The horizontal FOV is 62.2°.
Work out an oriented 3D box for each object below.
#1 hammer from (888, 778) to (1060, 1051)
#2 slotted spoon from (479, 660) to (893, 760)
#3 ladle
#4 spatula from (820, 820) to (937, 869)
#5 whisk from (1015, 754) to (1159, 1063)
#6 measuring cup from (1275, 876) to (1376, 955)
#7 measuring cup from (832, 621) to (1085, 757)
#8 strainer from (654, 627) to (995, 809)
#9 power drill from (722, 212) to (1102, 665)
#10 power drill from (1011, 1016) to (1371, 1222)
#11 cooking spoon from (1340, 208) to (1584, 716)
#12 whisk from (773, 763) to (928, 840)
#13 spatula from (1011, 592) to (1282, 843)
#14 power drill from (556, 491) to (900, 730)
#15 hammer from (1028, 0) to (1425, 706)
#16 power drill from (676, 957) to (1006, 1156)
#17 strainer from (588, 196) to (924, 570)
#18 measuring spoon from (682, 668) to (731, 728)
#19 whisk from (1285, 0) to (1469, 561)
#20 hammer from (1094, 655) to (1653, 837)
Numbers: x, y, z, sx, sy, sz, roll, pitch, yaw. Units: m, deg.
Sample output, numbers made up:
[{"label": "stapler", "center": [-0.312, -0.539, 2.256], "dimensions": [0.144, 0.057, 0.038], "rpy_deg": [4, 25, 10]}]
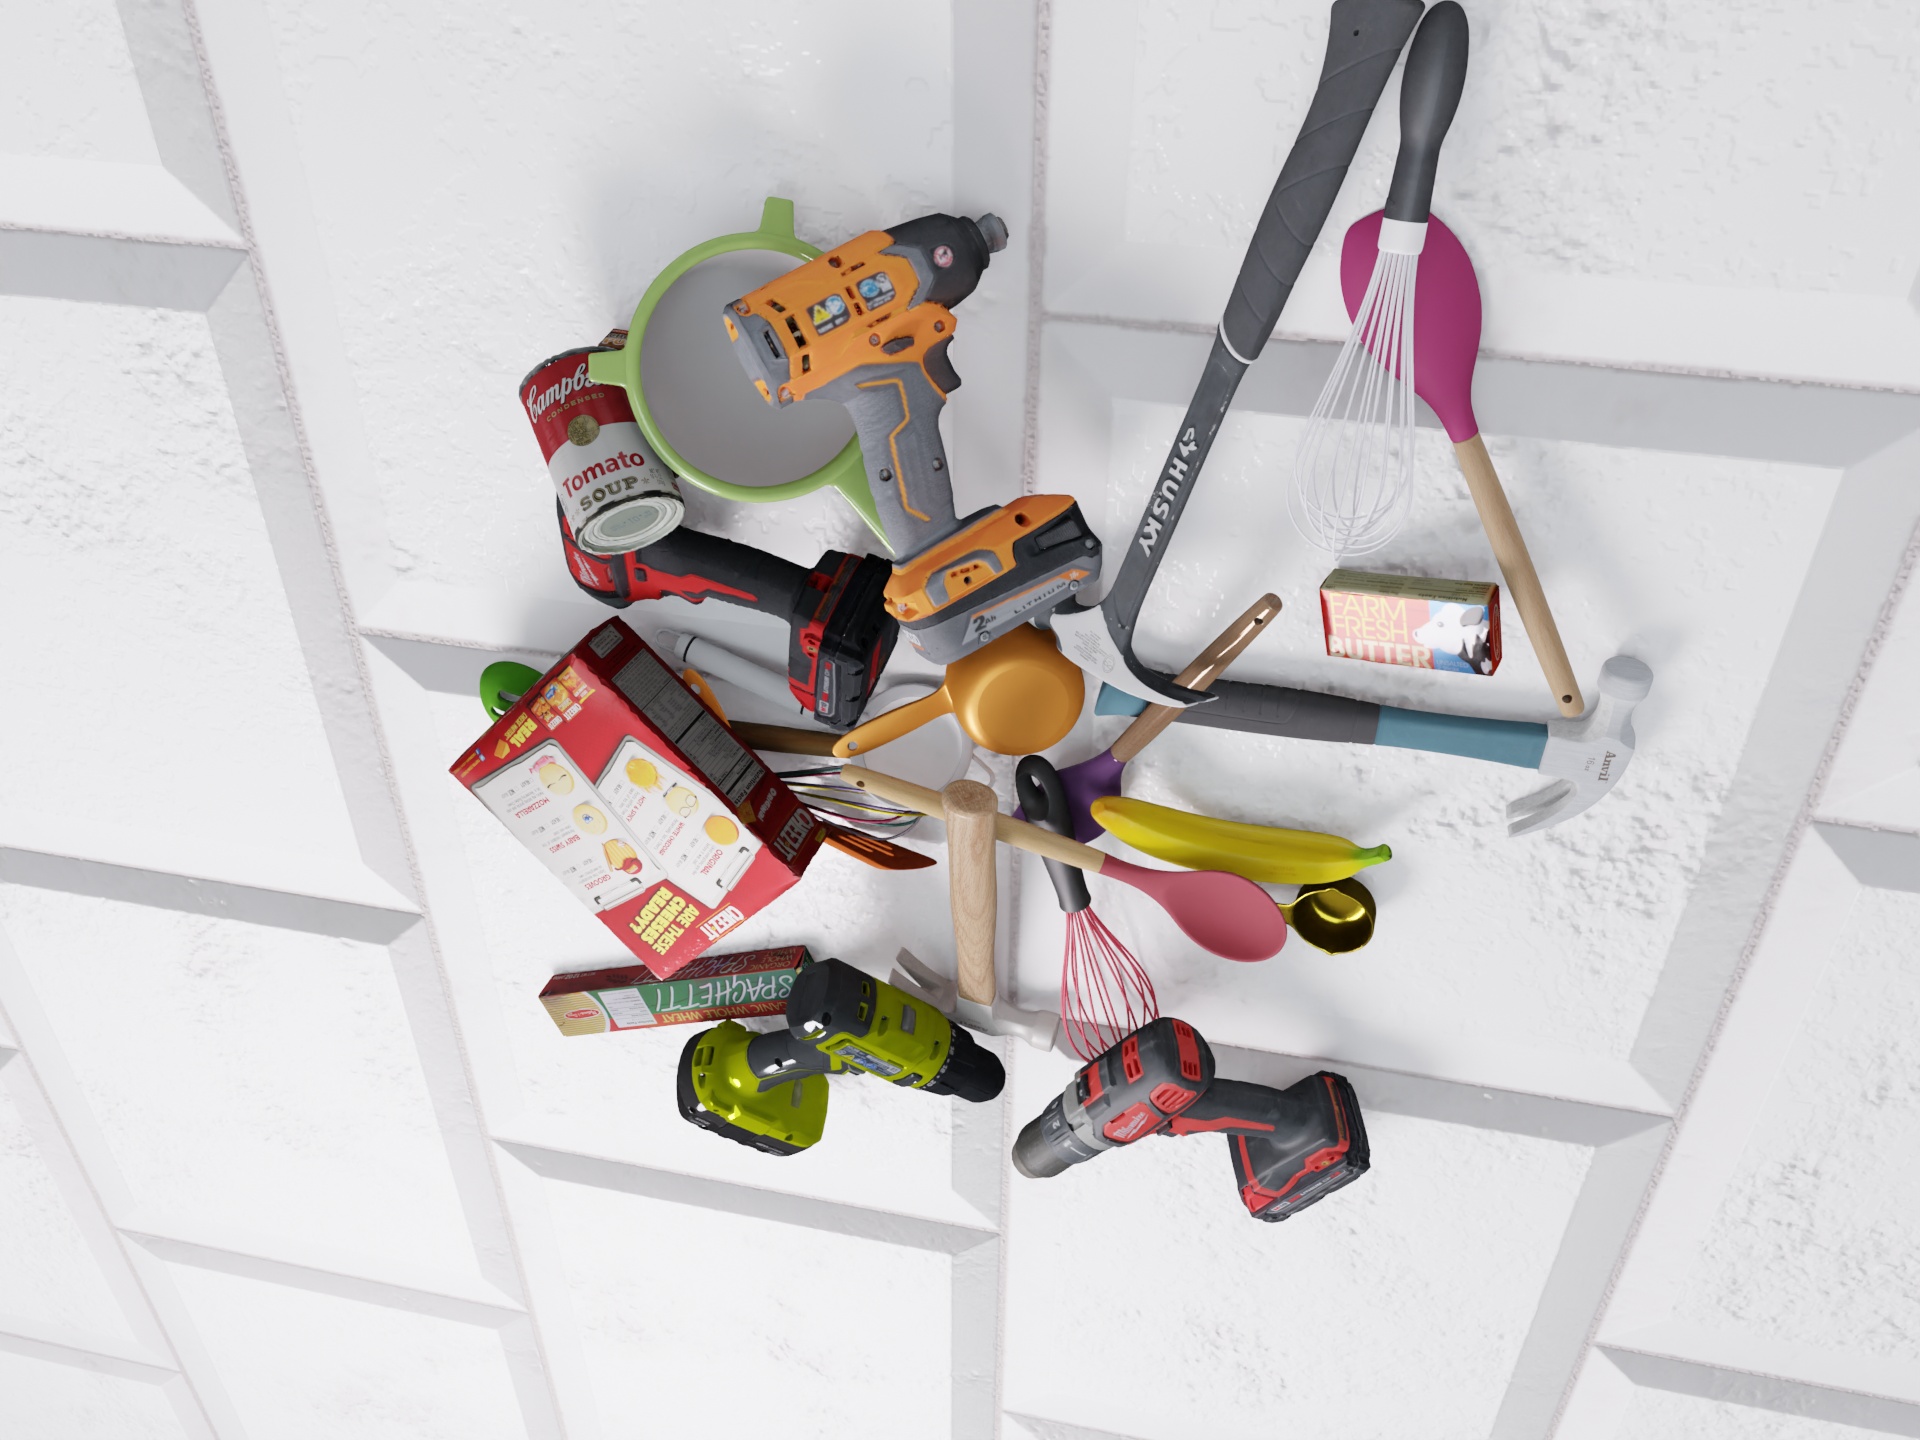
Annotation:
[{"label": "hammer", "center": [0.008, 0.141, 1.116], "dimensions": [0.130, 0.031, 0.331], "rpy_deg": [14, 146, 12]}, {"label": "slotted spoon", "center": [-0.202, 0.003, 1.139], "dimensions": [0.314, 0.031, 0.070], "rpy_deg": [7, 126, 9]}, {"label": "ladle", "center": [0.069, 0.088, 1.059], "dimensions": [0.315, 0.031, 0.069], "rpy_deg": [20, 125, -3]}, {"label": "spatula", "center": [-0.176, 0.100, 1.189], "dimensions": [0.322, 0.081, 0.041], "rpy_deg": [-6, 86, 24]}, {"label": "whisk", "center": [0.087, 0.144, 1.133], "dimensions": [0.073, 0.073, 0.295], "rpy_deg": [-7, 123, 19]}, {"label": "measuring cup", "center": [0.215, 0.124, 1.121], "dimensions": [0.156, 0.029, 0.062], "rpy_deg": [9, 128, 23]}, {"label": "measuring cup", "center": [-0.002, -0.003, 1.026], "dimensions": [0.173, 0.052, 0.095], "rpy_deg": [-24, 120, 3]}, {"label": "strainer", "center": [-0.093, -0.009, 1.092], "dimensions": [0.258, 0.050, 0.087], "rpy_deg": [24, 87, 5]}, {"label": "power drill", "center": [-0.009, -0.164, 0.891], "dimensions": [0.164, 0.084, 0.226], "rpy_deg": [-30, 104, -8]}, {"label": "power drill", "center": [0.167, 0.305, 1.178], "dimensions": [0.226, 0.080, 0.188], "rpy_deg": [23, 131, -28]}, {"label": "cooking spoon", "center": [0.292, -0.137, 0.892], "dimensions": [0.069, 0.017, 0.318], "rpy_deg": [-19, 112, 26]}, {"label": "whisk", "center": [-0.134, 0.046, 1.141], "dimensions": [0.245, 0.047, 0.051], "rpy_deg": [8, 128, 14]}, {"label": "spatula", "center": [0.117, 0.010, 1.022], "dimensions": [0.059, 0.018, 0.315], "rpy_deg": [29, 142, -7]}, {"label": "power drill", "center": [-0.151, -0.082, 1.019], "dimensions": [0.219, 0.079, 0.143], "rpy_deg": [23, 154, 4]}, {"label": "hammer", "center": [0.147, -0.188, 0.869], "dimensions": [0.149, 0.036, 0.408], "rpy_deg": [44, 129, 31]}, {"label": "power drill", "center": [-0.096, 0.272, 1.247], "dimensions": [0.190, 0.080, 0.228], "rpy_deg": [32, 136, -31]}, {"label": "strainer", "center": [-0.088, -0.168, 0.946], "dimensions": [0.151, 0.069, 0.256], "rpy_deg": [-43, 111, -4]}, {"label": "measuring spoon", "center": [-0.167, 0.016, 1.108], "dimensions": [0.021, 0.011, 0.116], "rpy_deg": [-11, 114, 28]}, {"label": "whisk", "center": [0.222, -0.218, 0.825], "dimensions": [0.070, 0.070, 0.284], "rpy_deg": [9, 114, 8]}, {"label": "hammer", "center": [0.251, -0.001, 1.010], "dimensions": [0.331, 0.033, 0.128], "rpy_deg": [8, 126, 10]}]
